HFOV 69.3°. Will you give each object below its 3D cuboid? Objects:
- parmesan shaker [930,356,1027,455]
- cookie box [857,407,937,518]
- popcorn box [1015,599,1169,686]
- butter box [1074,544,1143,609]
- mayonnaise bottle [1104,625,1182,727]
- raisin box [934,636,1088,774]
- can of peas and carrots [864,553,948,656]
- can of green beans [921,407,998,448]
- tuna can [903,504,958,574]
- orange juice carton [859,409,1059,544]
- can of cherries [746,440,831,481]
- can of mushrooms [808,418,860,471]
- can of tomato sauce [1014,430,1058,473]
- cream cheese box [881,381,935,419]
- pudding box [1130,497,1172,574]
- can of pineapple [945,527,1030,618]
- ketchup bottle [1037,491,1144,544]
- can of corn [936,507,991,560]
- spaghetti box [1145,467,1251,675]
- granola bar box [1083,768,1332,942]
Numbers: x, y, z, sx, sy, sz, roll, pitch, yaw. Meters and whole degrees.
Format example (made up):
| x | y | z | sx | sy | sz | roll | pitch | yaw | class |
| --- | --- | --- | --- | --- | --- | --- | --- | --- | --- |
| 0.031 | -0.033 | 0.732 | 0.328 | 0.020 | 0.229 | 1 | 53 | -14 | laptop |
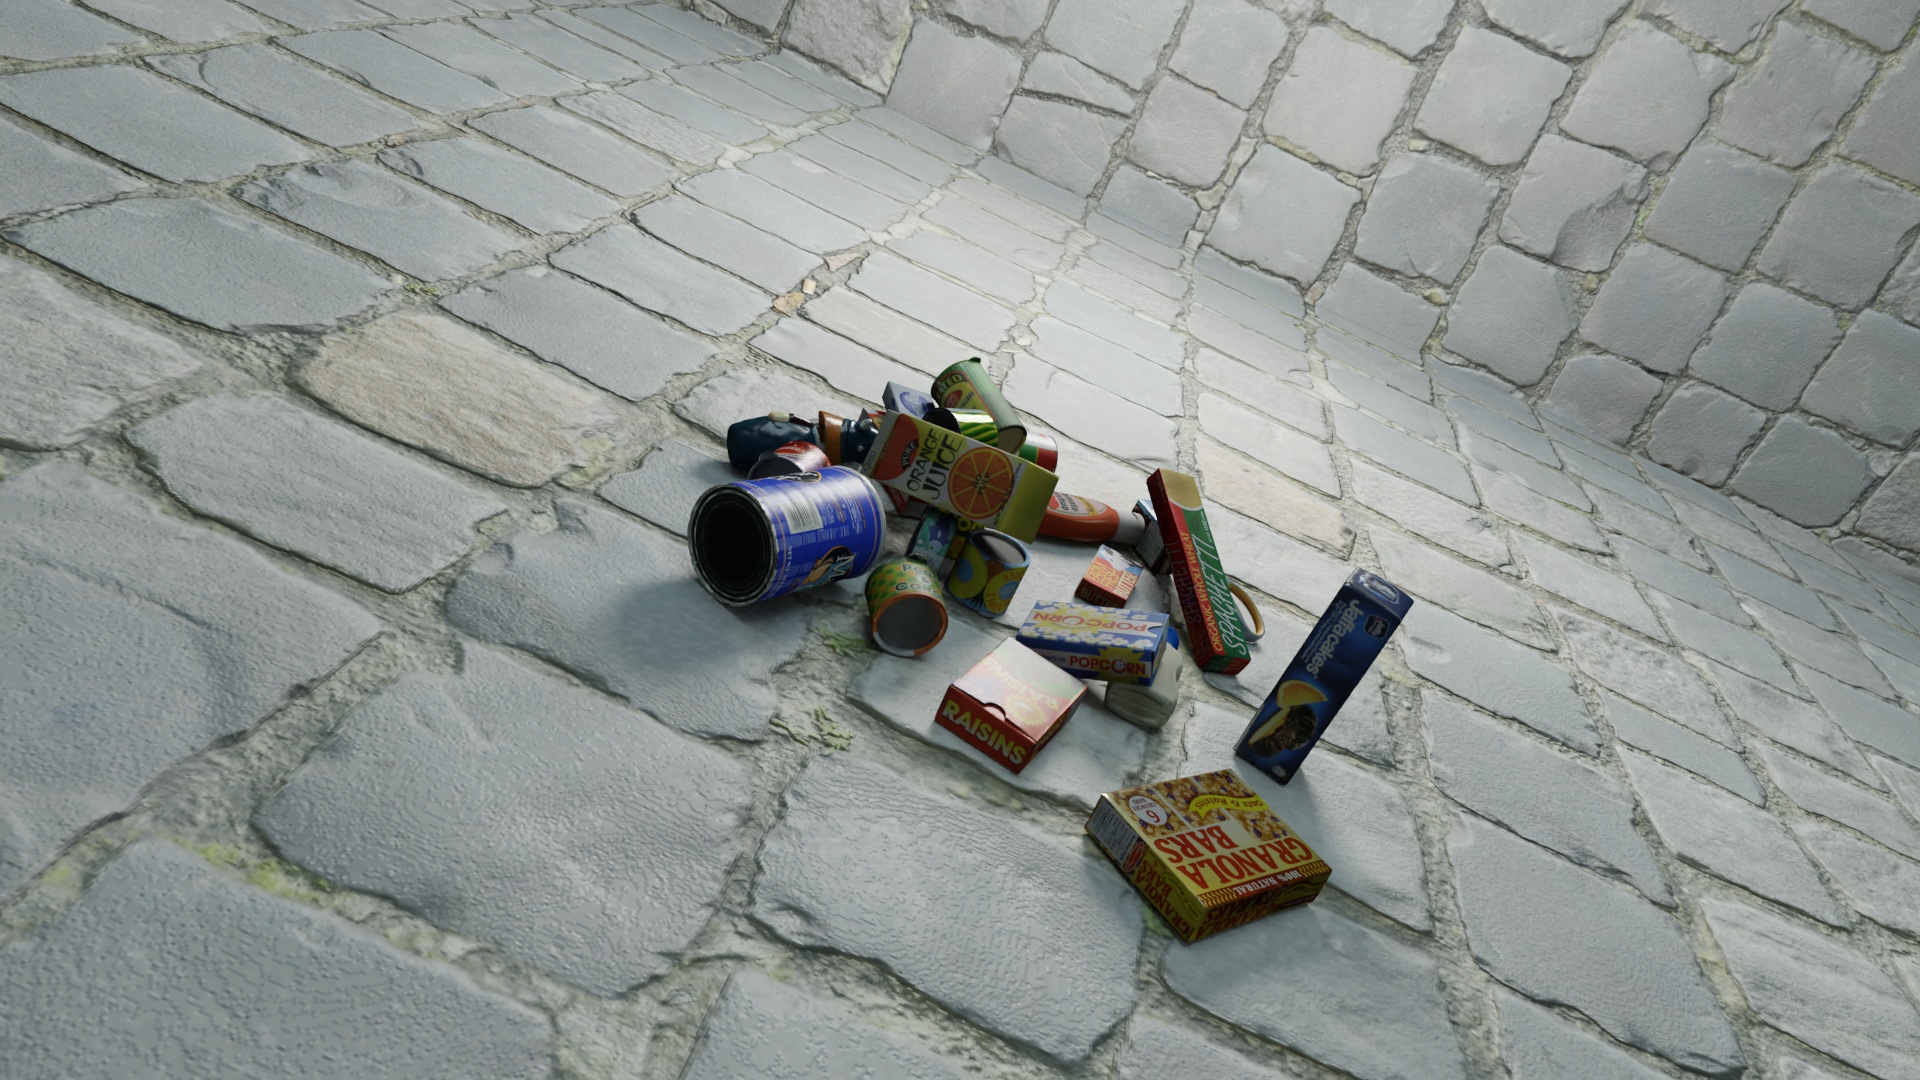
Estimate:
| x | y | z | sx | sy | sz | roll | pitch | yaw | class |
| --- | --- | --- | --- | --- | --- | --- | --- | --- | --- |
| 0.022 | -0.141 | 1.517 | 0.071 | 0.071 | 0.103 | -2 | 49 | -44 | parmesan shaker |
| -0.031 | -0.078 | 1.501 | 0.123 | 0.040 | 0.168 | 9 | 30 | -31 | cookie box |
| 0.120 | 0.092 | 1.262 | 0.127 | 0.038 | 0.085 | 6 | 20 | 16 | popcorn box |
| 0.157 | 0.042 | 1.457 | 0.053 | 0.024 | 0.104 | 27 | 25 | 6 | butter box |
| 0.178 | 0.122 | 1.304 | 0.065 | 0.041 | 0.149 | 22 | 24 | 8 | mayonnaise bottle |
| 0.045 | 0.135 | 1.161 | 0.086 | 0.040 | 0.124 | 33 | 27 | 14 | raisin box |
| -0.045 | 0.055 | 1.197 | 0.071 | 0.070 | 0.059 | 15 | 27 | -20 | can of peas and carrots |
| -0.003 | -0.105 | 1.452 | 0.058 | 0.071 | 0.071 | -1 | 36 | -45 | can of green beans |
| -0.028 | 0.001 | 1.319 | 0.033 | 0.070 | 0.071 | 24 | 25 | -6 | tuna can |
| -0.010 | -0.066 | 1.326 | 0.193 | 0.072 | 0.073 | 23 | 1 | 31 | orange juice carton |
| -0.161 | -0.058 | 1.312 | 0.071 | 0.071 | 0.058 | 28 | 25 | 6 | can of cherries |
| -0.135 | -0.096 | 1.452 | 0.071 | 0.033 | 0.071 | 20 | 26 | -10 | can of mushrooms |
| 0.059 | -0.094 | 1.586 | 0.083 | 0.071 | 0.071 | 11 | 29 | -27 | can of tomato sauce |
| -0.052 | -0.138 | 1.524 | 0.053 | 0.024 | 0.104 | 14 | 26 | -20 | cream cheese box |
| 0.220 | -0.005 | 1.575 | 0.030 | 0.049 | 0.084 | 10 | 29 | -32 | pudding box |
| 0.028 | 0.030 | 1.325 | 0.071 | 0.057 | 0.071 | 20 | 26 | -10 | can of pineapple |
| 0.135 | -0.023 | 1.541 | 0.149 | 0.043 | 0.065 | 10 | 29 | -29 | ketchup bottle |
| 0.005 | -0.018 | 1.396 | 0.071 | 0.058 | 0.071 | 20 | 26 | -10 | can of corn |
| 0.249 | 0.029 | 1.468 | 0.050 | 0.028 | 0.251 | 12 | 48 | -26 | spaghetti box |
| 0.195 | 0.243 | 1.089 | 0.166 | 0.039 | 0.124 | 0 | 35 | -43 | granola bar box |
